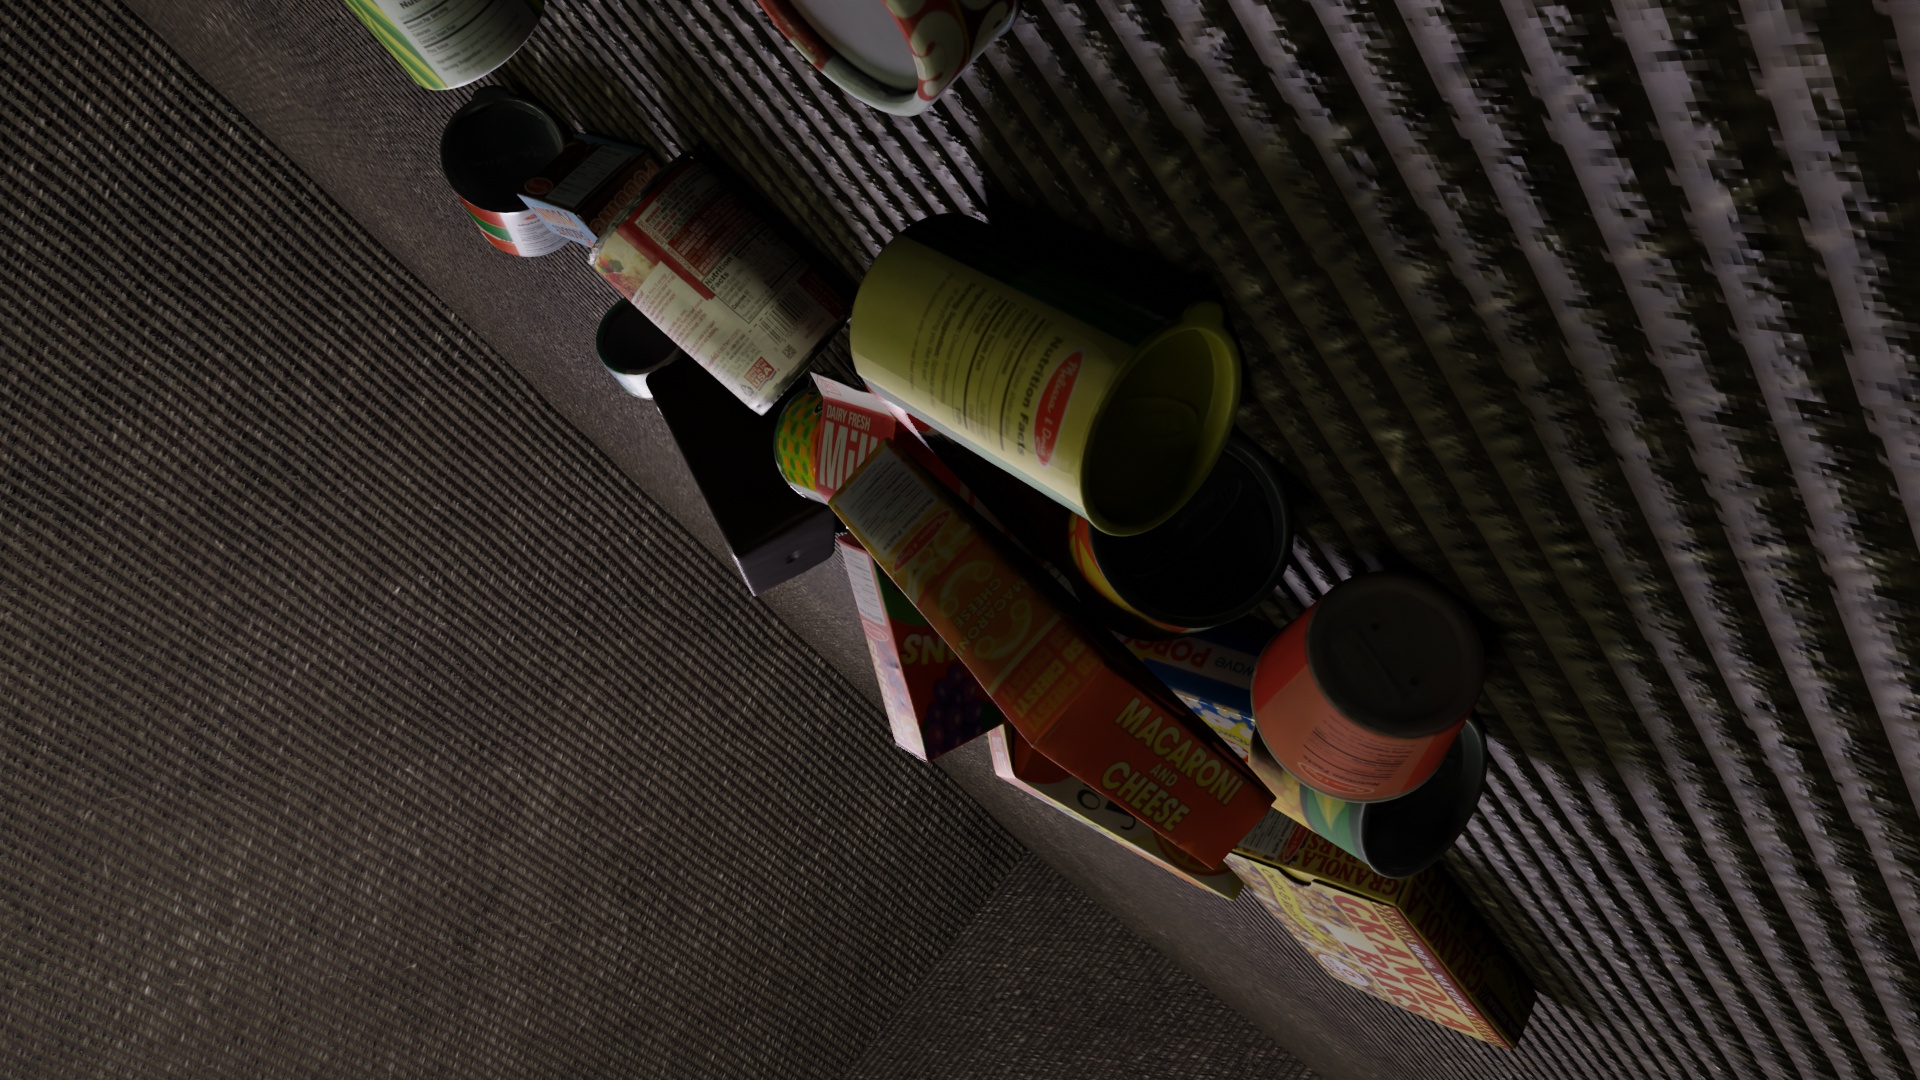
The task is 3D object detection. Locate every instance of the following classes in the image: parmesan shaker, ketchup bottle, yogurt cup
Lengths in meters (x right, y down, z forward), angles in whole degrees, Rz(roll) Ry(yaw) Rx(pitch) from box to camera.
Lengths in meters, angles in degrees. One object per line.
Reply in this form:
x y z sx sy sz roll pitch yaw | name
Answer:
0.024 -0.055 0.417 0.103 0.071 0.071 34 167 38 | parmesan shaker
0.027 -0.028 0.570 0.148 0.043 0.065 45 172 -21 | ketchup bottle
0.131 0.044 0.443 0.072 0.072 0.053 38 161 15 | yogurt cup

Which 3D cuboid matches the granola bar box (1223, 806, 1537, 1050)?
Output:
0.231 0.213 0.778 0.124 0.039 0.165 8 147 51 | granola bar box

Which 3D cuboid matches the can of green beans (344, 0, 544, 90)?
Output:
-0.209 -0.223 0.551 0.071 0.071 0.057 33 167 37 | can of green beans

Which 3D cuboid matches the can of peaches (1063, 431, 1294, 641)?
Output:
0.069 -0.003 0.463 0.071 0.071 0.058 41 170 3 | can of peaches

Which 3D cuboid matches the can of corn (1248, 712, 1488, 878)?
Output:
0.150 0.079 0.514 0.058 0.071 0.071 27 163 52 | can of corn

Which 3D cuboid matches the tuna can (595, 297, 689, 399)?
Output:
-0.205 -0.132 0.917 0.071 0.071 0.032 37 168 22 | tuna can

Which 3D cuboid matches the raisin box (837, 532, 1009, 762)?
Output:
-0.006 0.042 0.729 0.040 0.086 0.123 20 129 57 | raisin box

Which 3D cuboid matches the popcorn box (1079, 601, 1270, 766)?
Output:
0.113 0.072 0.621 0.127 0.038 0.085 16 156 40 | popcorn box

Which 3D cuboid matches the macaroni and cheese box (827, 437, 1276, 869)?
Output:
0.032 0.039 0.529 0.123 0.040 0.167 39 -176 -41 | macaroni and cheese box

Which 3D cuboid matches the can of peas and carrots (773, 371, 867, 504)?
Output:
-0.056 -0.051 0.721 0.071 0.071 0.059 46 168 -26 | can of peas and carrots

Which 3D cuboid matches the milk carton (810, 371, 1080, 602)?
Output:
0.002 -0.008 0.654 0.190 0.073 0.072 48 166 -31 | milk carton

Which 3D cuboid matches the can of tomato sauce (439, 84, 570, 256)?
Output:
-0.249 -0.204 0.777 0.071 0.071 0.083 42 170 -3 | can of tomato sauce

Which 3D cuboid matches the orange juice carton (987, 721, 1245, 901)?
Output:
0.090 0.137 0.842 0.193 0.073 0.071 30 170 -3 | orange juice carton

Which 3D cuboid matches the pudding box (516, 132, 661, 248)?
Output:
-0.183 -0.176 0.698 0.084 0.050 0.030 28 161 48 | pudding box

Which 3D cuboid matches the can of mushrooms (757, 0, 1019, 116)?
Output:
-0.022 -0.137 0.328 0.071 0.033 0.071 40 170 9 | can of mushrooms
